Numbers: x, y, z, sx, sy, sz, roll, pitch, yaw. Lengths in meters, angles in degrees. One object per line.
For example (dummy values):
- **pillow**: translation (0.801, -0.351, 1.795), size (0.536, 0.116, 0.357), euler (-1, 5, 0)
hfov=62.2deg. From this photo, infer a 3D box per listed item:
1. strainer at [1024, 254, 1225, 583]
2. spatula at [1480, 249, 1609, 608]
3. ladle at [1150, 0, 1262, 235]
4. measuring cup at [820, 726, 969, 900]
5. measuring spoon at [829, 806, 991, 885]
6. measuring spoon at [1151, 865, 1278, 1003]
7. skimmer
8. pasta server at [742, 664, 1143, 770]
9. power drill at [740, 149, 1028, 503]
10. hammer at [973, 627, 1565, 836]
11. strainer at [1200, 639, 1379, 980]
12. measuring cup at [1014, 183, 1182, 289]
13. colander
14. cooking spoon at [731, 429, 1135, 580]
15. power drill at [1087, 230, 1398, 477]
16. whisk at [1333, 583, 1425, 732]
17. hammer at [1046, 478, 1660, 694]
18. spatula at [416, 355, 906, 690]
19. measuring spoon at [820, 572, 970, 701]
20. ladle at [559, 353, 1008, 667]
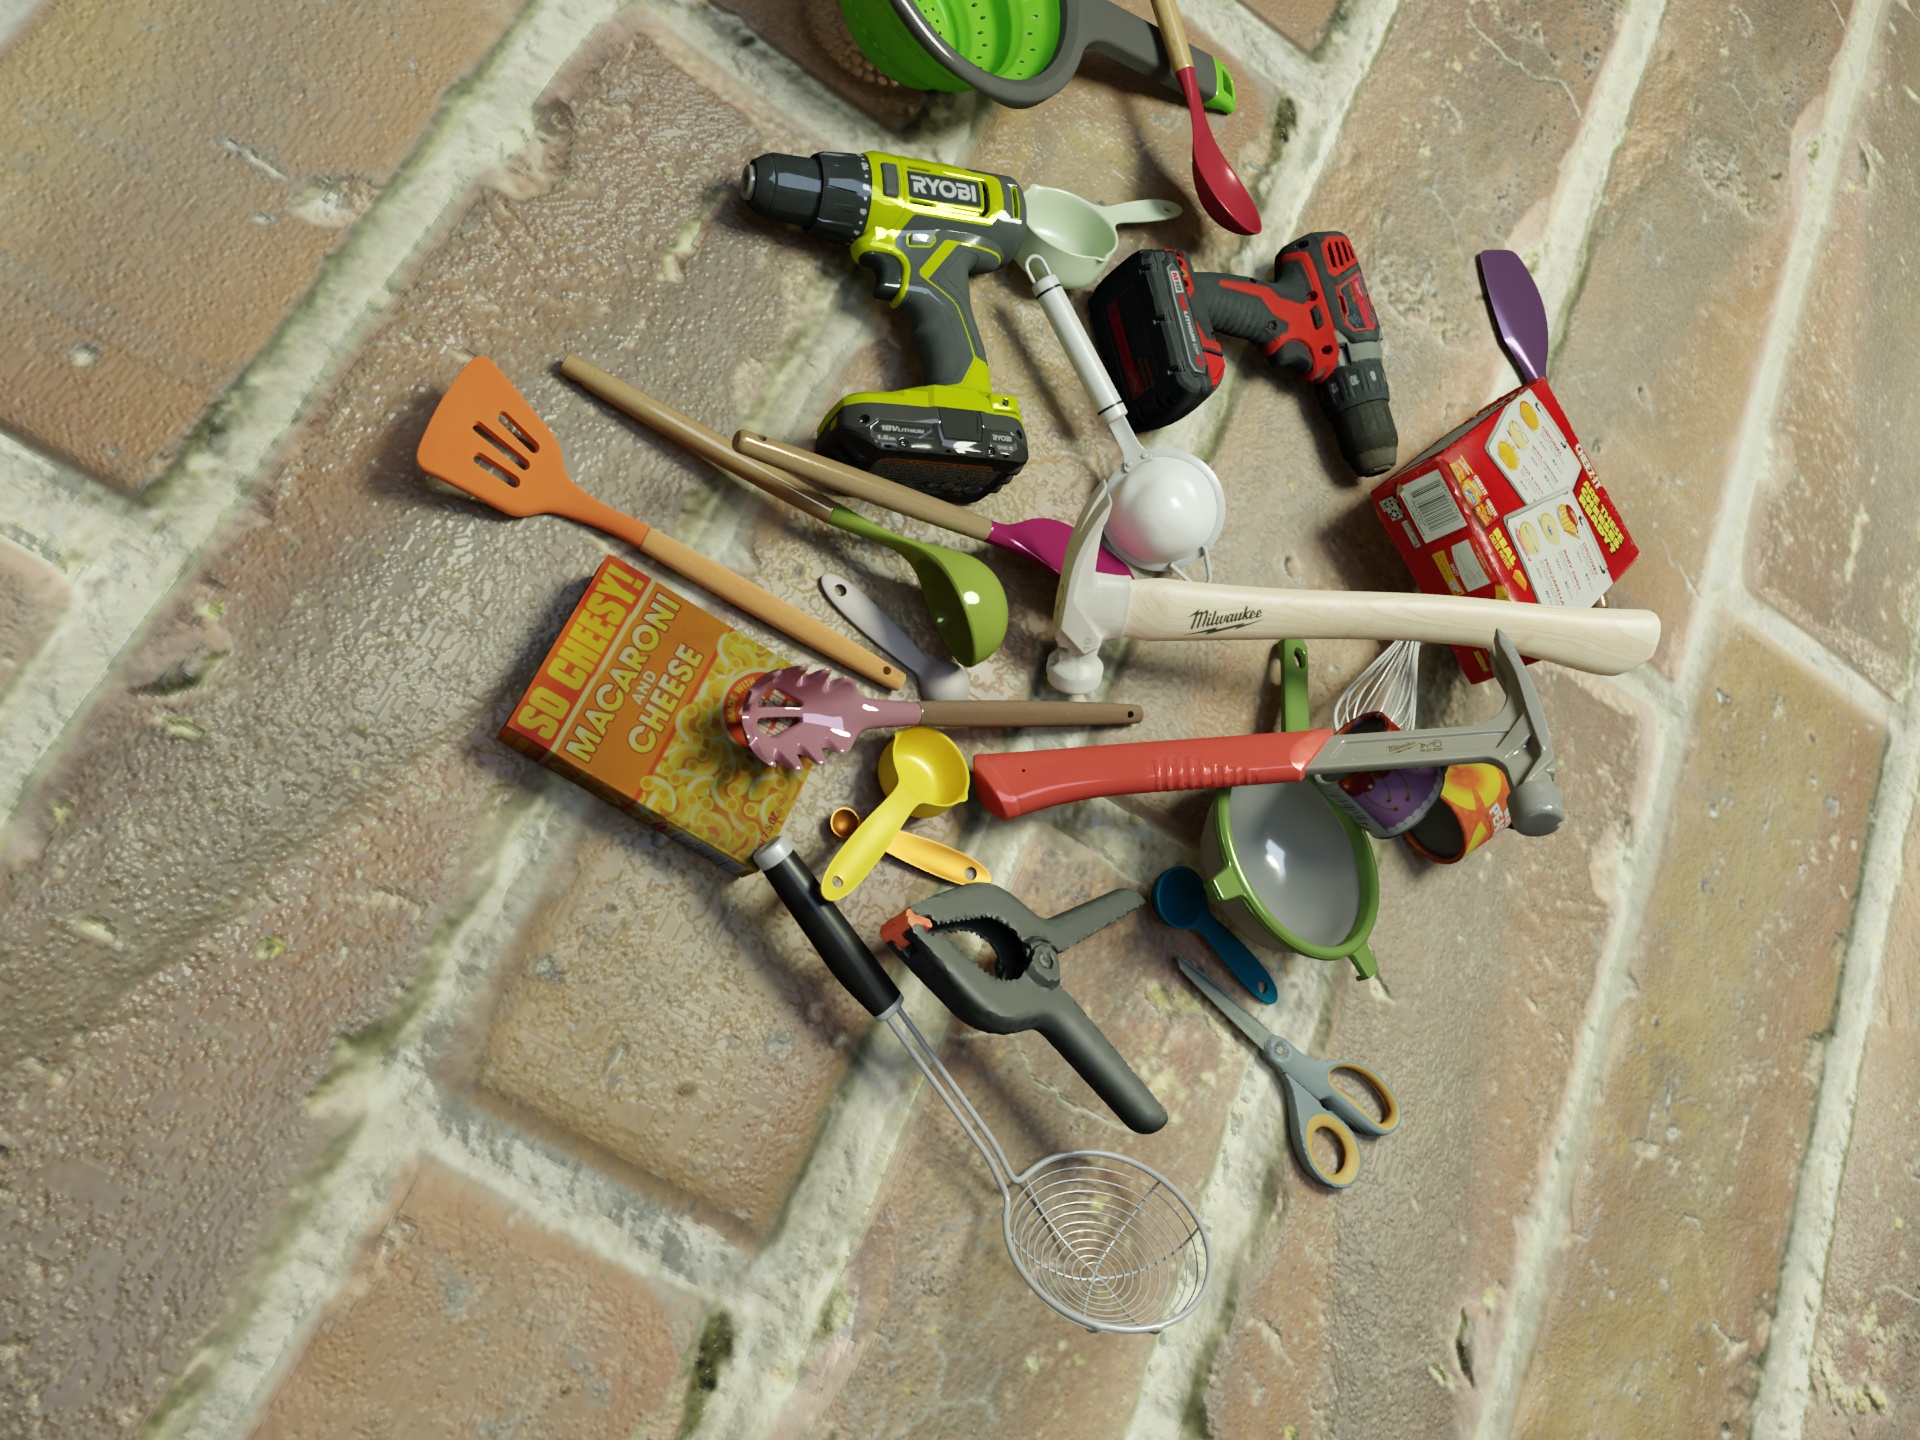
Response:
- **strainer**: translation (0.107, -0.203, 1.093), size (0.087, 0.050, 0.258), euler (-28, 93, 13)
- **spatula**: translation (0.487, -0.243, 1.310), size (0.059, 0.018, 0.316), euler (-7, 80, -27)
- **ladle**: translation (0.156, -0.499, 1.159), size (0.069, 0.031, 0.315), euler (-17, 89, -55)
- **measuring cup**: translation (-0.047, 0.062, 0.963), size (0.062, 0.029, 0.156), euler (44, 46, -5)
- **measuring spoon**: translation (-0.032, 0.082, 1.002), size (0.116, 0.011, 0.021), euler (24, 68, -22)
- **measuring spoon**: translation (0.170, 0.149, 1.077), size (0.128, 0.021, 0.042), euler (47, 63, -18)
- **skimmer**: translation (0.013, 0.206, 0.930), size (0.363, 0.090, 0.127), euler (55, 37, -10)
- **pasta server**: translation (-0.002, -0.003, 0.990), size (0.316, 0.040, 0.060), euler (0, 96, -36)
- **power drill**: translation (-0.044, -0.266, 1.041), size (0.190, 0.080, 0.229), euler (1, 75, -25)
- **hammer**: translation (0.188, 0.017, 1.013), size (0.359, 0.036, 0.149), euler (-4, 50, 4)
- **strainer**: translation (0.212, 0.053, 1.097), size (0.151, 0.069, 0.257), euler (28, 49, -26)
- **measuring cup**: translation (0.101, -0.350, 1.149), size (0.167, 0.038, 0.083), euler (-24, 66, -40)
- **colander**: translation (0.045, -0.496, 1.140), size (0.396, 0.094, 0.204), euler (5, 76, -42)
- **cooking spoon**: translation (-0.005, -0.129, 1.018), size (0.318, 0.017, 0.069), euler (16, 43, -34)
- **power drill**: translation (0.221, -0.261, 1.163), size (0.226, 0.080, 0.188), euler (-11, 83, -29)
- **whisk**: translation (0.331, -0.059, 1.170), size (0.059, 0.057, 0.246), euler (30, 56, 4)
- **hammer**: translation (0.268, -0.076, 1.050), size (0.410, 0.146, 0.038), euler (2, 37, -8)
- **spatula**: translation (-0.168, -0.101, 0.964), size (0.322, 0.041, 0.081), euler (29, 67, -17)
- **measuring spoon**: translation (-0.041, -0.053, 1.023), size (0.124, 0.018, 0.034), euler (42, 65, -10)
- **ladle**: translation (-0.110, -0.132, 0.993), size (0.320, 0.078, 0.062), euler (29, 78, -8)
